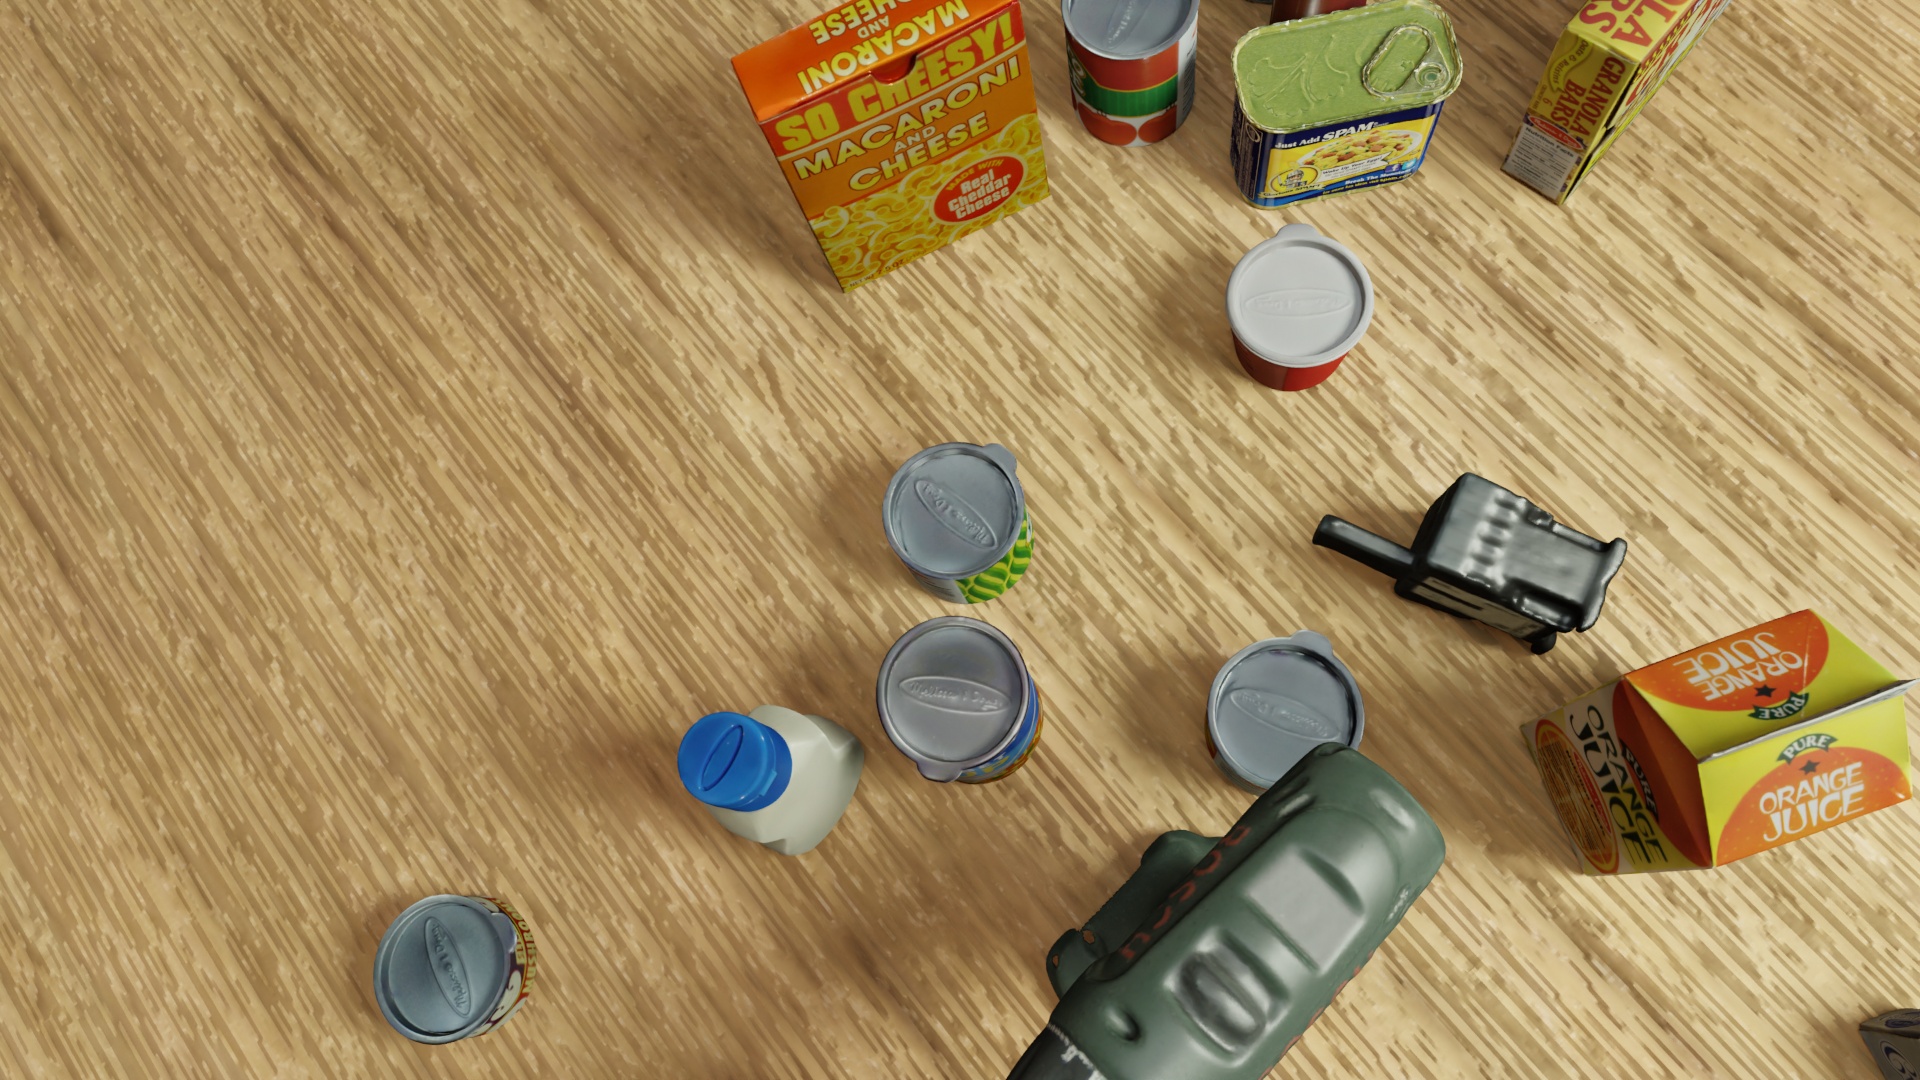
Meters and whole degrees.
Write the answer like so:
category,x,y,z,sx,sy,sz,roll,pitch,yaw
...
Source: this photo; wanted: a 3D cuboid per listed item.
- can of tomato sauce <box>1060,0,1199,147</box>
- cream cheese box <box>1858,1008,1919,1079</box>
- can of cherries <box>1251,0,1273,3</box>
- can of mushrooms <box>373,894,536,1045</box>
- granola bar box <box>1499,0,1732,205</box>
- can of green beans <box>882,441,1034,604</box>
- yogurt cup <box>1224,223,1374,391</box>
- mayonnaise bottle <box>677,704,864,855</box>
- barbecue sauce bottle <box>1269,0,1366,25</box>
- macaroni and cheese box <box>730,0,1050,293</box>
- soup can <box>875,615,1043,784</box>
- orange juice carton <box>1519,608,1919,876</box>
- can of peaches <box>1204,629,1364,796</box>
category,x,y,z,sx,sy,sz,roll,pitch,yaw
can of tomato sauce,0.085,-0.250,0.706,0.071,0.083,0.071,-2,75,8
cream cheese box,0.400,0.237,0.541,0.024,0.053,0.104,-23,73,2
can of cherries,0.166,-0.330,0.730,0.071,0.058,0.071,-2,74,8
can of mushrooms,-0.234,0.199,0.651,0.071,0.033,0.071,-2,74,7
granola bar box,0.332,-0.254,0.651,0.039,0.124,0.166,39,83,16
can of green beans,0.000,-0.007,0.663,0.071,0.057,0.071,-2,74,8
yogurt cup,0.161,-0.107,0.671,0.072,0.054,0.072,-2,74,8
mayonnaise bottle,-0.081,0.101,0.598,0.041,0.147,0.065,27,80,14
barbecue sauce bottle,0.177,-0.281,0.668,0.044,0.148,0.065,30,81,15
macaroni and cheese box,-0.025,-0.193,0.662,0.124,0.166,0.040,-26,73,1
soup can,0.001,0.077,0.626,0.071,0.083,0.071,-2,75,8
orange juice carton,0.283,0.080,0.529,0.072,0.192,0.073,-20,73,3
can of peaches,0.144,0.079,0.619,0.071,0.058,0.071,-2,74,8
